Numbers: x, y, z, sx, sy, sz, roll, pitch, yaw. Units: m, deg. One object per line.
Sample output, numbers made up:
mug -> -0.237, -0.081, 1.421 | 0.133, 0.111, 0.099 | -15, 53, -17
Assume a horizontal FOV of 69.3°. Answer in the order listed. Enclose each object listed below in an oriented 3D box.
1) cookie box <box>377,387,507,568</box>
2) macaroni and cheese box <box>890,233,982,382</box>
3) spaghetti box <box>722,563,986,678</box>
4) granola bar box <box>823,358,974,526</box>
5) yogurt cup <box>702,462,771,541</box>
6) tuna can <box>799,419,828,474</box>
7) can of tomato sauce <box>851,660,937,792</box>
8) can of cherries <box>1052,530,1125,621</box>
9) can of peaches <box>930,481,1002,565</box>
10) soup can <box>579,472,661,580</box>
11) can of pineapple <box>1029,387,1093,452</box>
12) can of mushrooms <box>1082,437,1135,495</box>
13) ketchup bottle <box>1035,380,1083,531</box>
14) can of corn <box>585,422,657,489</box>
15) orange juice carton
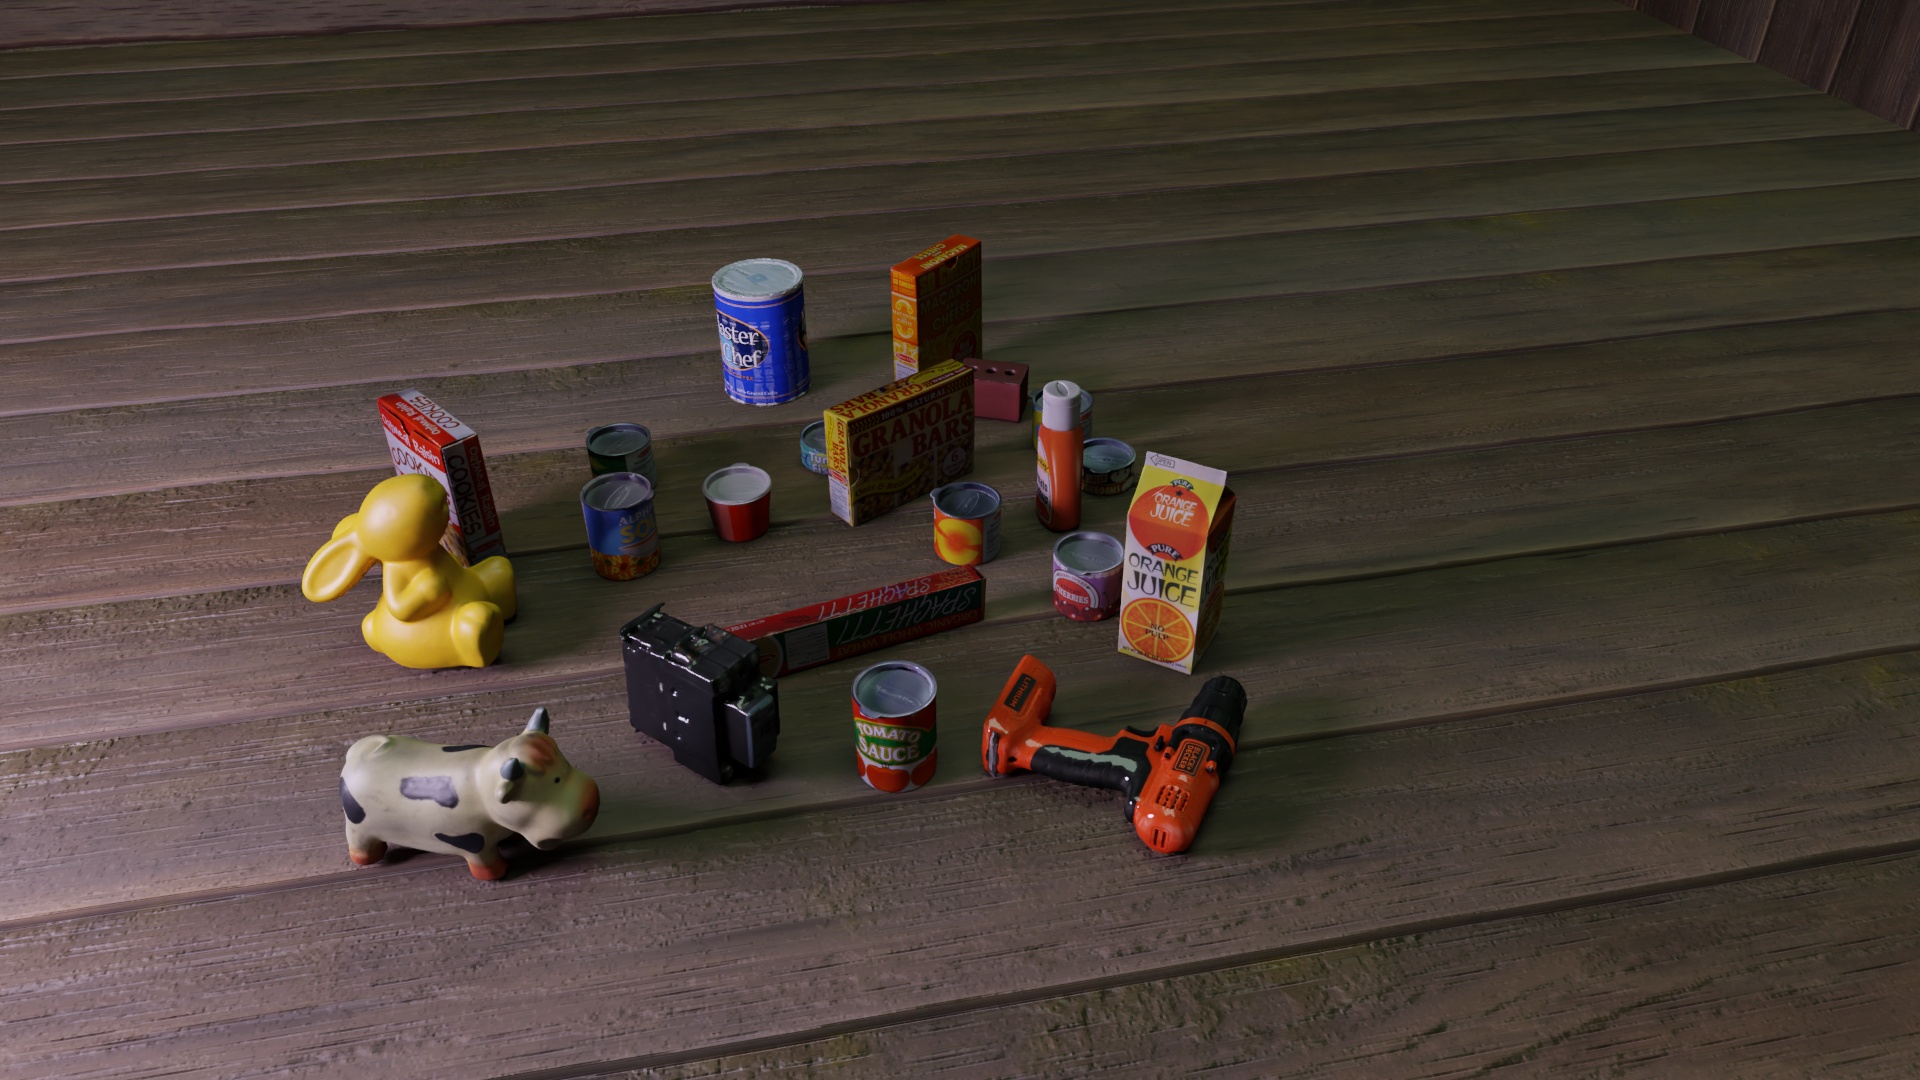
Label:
cookie box -> -0.485, -0.046, 1.305 | 0.123, 0.166, 0.040 | 29, 45, 36
macaroni and cheese box -> -0.025, -0.252, 1.597 | 0.040, 0.165, 0.124 | 23, 41, 30
spaghetti box -> -0.096, 0.076, 1.231 | 0.251, 0.050, 0.029 | -14, 37, -19
granola bar box -> -0.058, -0.101, 1.418 | 0.166, 0.123, 0.039 | -27, 43, -32
yogurt cup -> -0.221, -0.035, 1.386 | 0.072, 0.053, 0.073 | 0, 35, 0
tuna can -> -0.140, -0.100, 1.496 | 0.071, 0.032, 0.071 | 0, 35, 0
can of tomato sauce -> -0.052, 0.148, 1.098 | 0.071, 0.082, 0.071 | 0, 35, 0
can of cherries -> 0.116, 0.034, 1.281 | 0.071, 0.058, 0.072 | 0, 35, 0
can of peaches -> 0.005, -0.017, 1.355 | 0.071, 0.057, 0.071 | 0, 35, 0
soup can -> -0.322, -0.013, 1.329 | 0.071, 0.083, 0.072 | 0, 35, 0
can of pineapple -> 0.110, -0.130, 1.516 | 0.071, 0.057, 0.071 | 0, 35, 0
can of mushrooms -> 0.150, -0.077, 1.460 | 0.071, 0.033, 0.071 | 0, 35, 0
ketchup bottle -> 0.099, -0.085, 1.373 | 0.043, 0.148, 0.065 | -8, 36, -10
can of corn -> -0.356, -0.083, 1.452 | 0.071, 0.058, 0.071 | 0, 35, 0
orange juice carton -> 0.187, 0.013, 1.194 | 0.072, 0.191, 0.073 | 17, 38, 23
